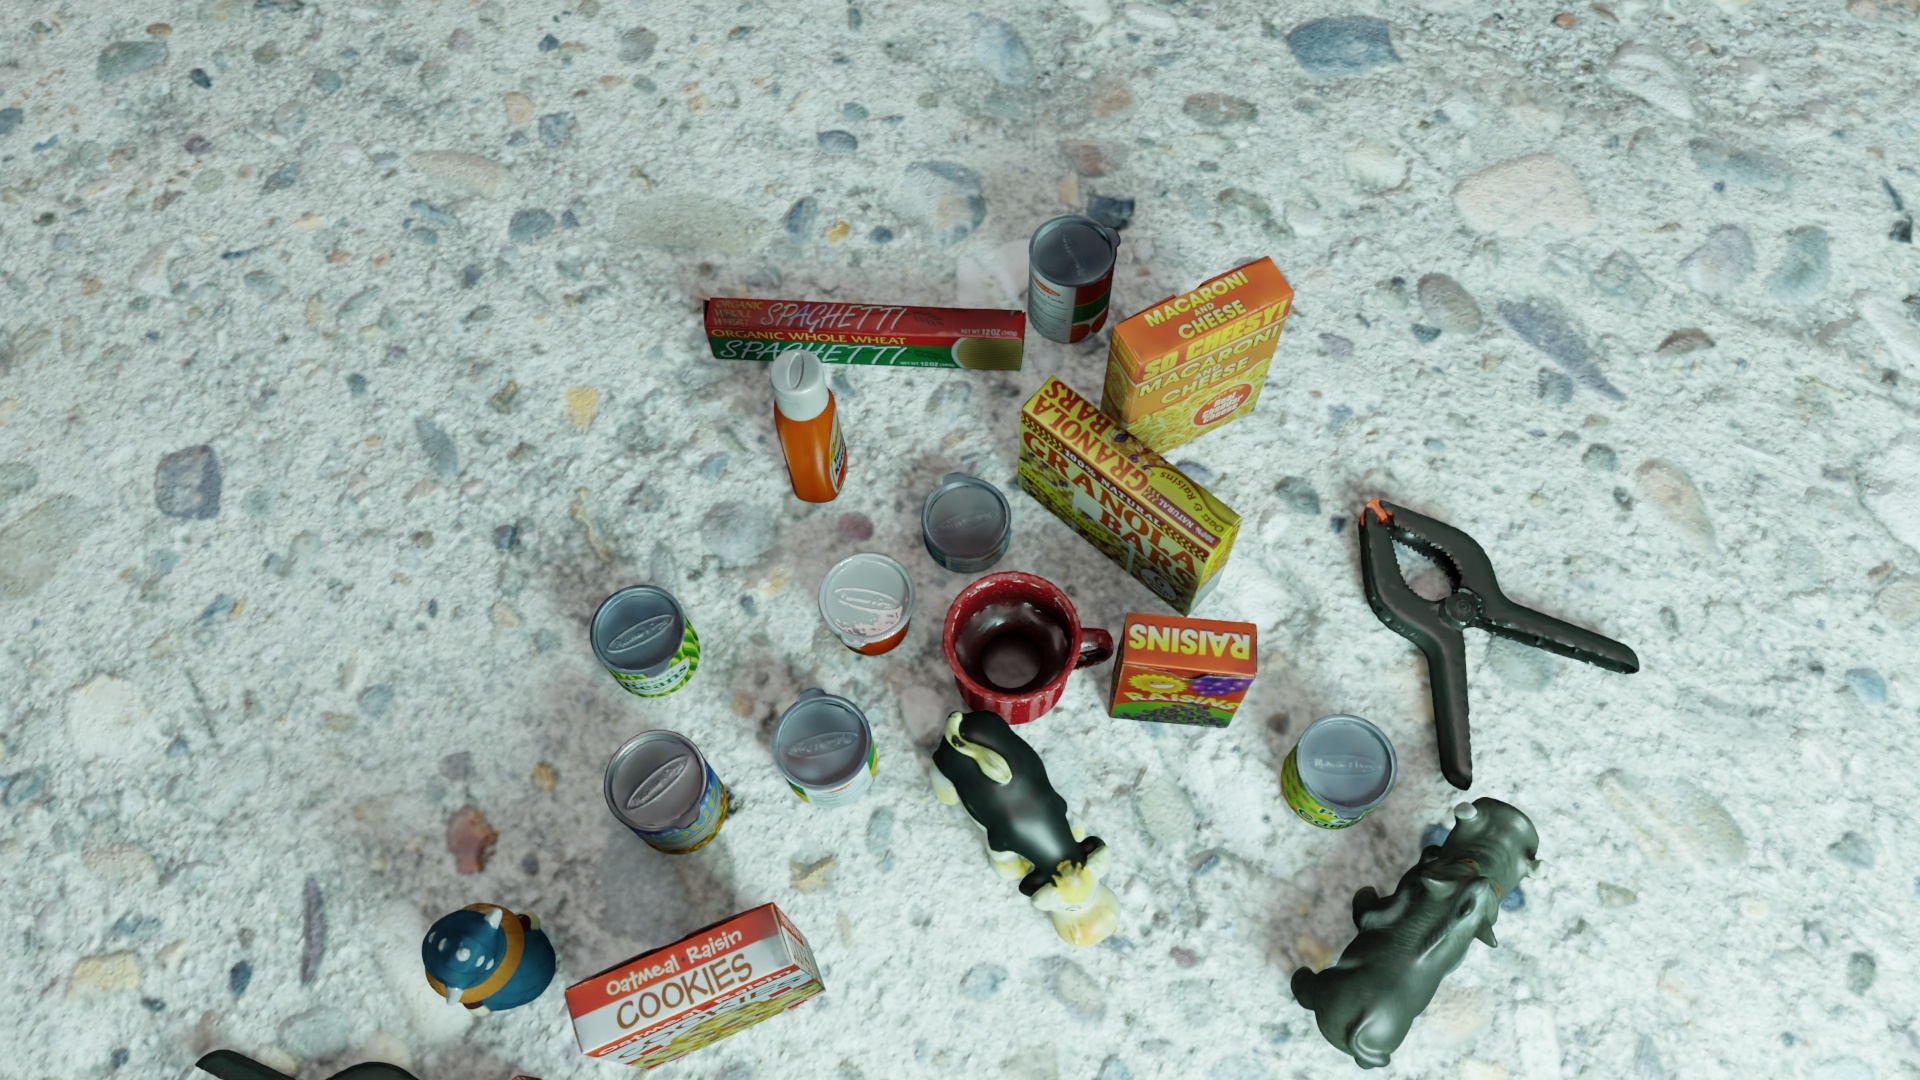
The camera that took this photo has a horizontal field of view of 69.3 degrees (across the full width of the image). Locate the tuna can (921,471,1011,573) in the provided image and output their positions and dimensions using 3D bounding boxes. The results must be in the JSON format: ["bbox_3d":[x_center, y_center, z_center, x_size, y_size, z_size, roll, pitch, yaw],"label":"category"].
[{"bbox_3d":[0.004,-0.013,1.027,0.071,0.032,0.071,0,66,1],"label":"tuna can"}]

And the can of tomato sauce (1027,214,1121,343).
[{"bbox_3d":[0.087,-0.203,1.083,0.071,0.082,0.071,0,66,1],"label":"can of tomato sauce"}]

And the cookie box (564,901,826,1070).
[{"bbox_3d":[-0.152,0.269,0.831,0.123,0.166,0.040,-22,68,-8],"label":"cookie box"}]

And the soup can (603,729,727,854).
[{"bbox_3d":[-0.192,0.171,0.921,0.071,0.083,0.071,0,66,1],"label":"soup can"}]

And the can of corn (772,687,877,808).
[{"bbox_3d":[-0.092,0.142,0.946,0.071,0.058,0.071,0,66,1],"label":"can of corn"}]

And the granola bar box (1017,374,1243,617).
[{"bbox_3d":[0.114,-0.028,0.982,0.166,0.123,0.039,39,73,16],"label":"granola bar box"}]

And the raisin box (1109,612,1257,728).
[{"bbox_3d":[0.146,0.089,0.929,0.086,0.123,0.040,6,67,4],"label":"raisin box"}]

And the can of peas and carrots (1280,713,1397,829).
[{"bbox_3d":[0.253,0.158,0.931,0.071,0.058,0.071,0,66,1],"label":"can of peas and carrots"}]

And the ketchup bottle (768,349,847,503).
[{"bbox_3d":[-0.110,-0.084,0.998,0.043,0.148,0.065,3,67,3],"label":"ketchup bottle"}]

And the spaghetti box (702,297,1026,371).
[{"bbox_3d":[-0.075,-0.161,1.085,0.250,0.050,0.029,3,66,2],"label":"spaghetti box"}]

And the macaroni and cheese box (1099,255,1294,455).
[{"bbox_3d":[0.163,-0.123,1.000,0.124,0.165,0.040,-26,68,-10],"label":"macaroni and cheese box"}]

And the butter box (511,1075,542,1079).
[{"bbox_3d":[-0.300,0.371,0.851,0.104,0.053,0.024,-37,71,-14],"label":"butter box"}]

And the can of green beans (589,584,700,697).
[{"bbox_3d":[-0.221,0.072,0.980,0.071,0.057,0.071,0,66,1],"label":"can of green beans"}]

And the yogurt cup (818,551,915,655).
[{"bbox_3d":[-0.065,0.048,0.990,0.072,0.053,0.072,0,66,1],"label":"yogurt cup"}]
